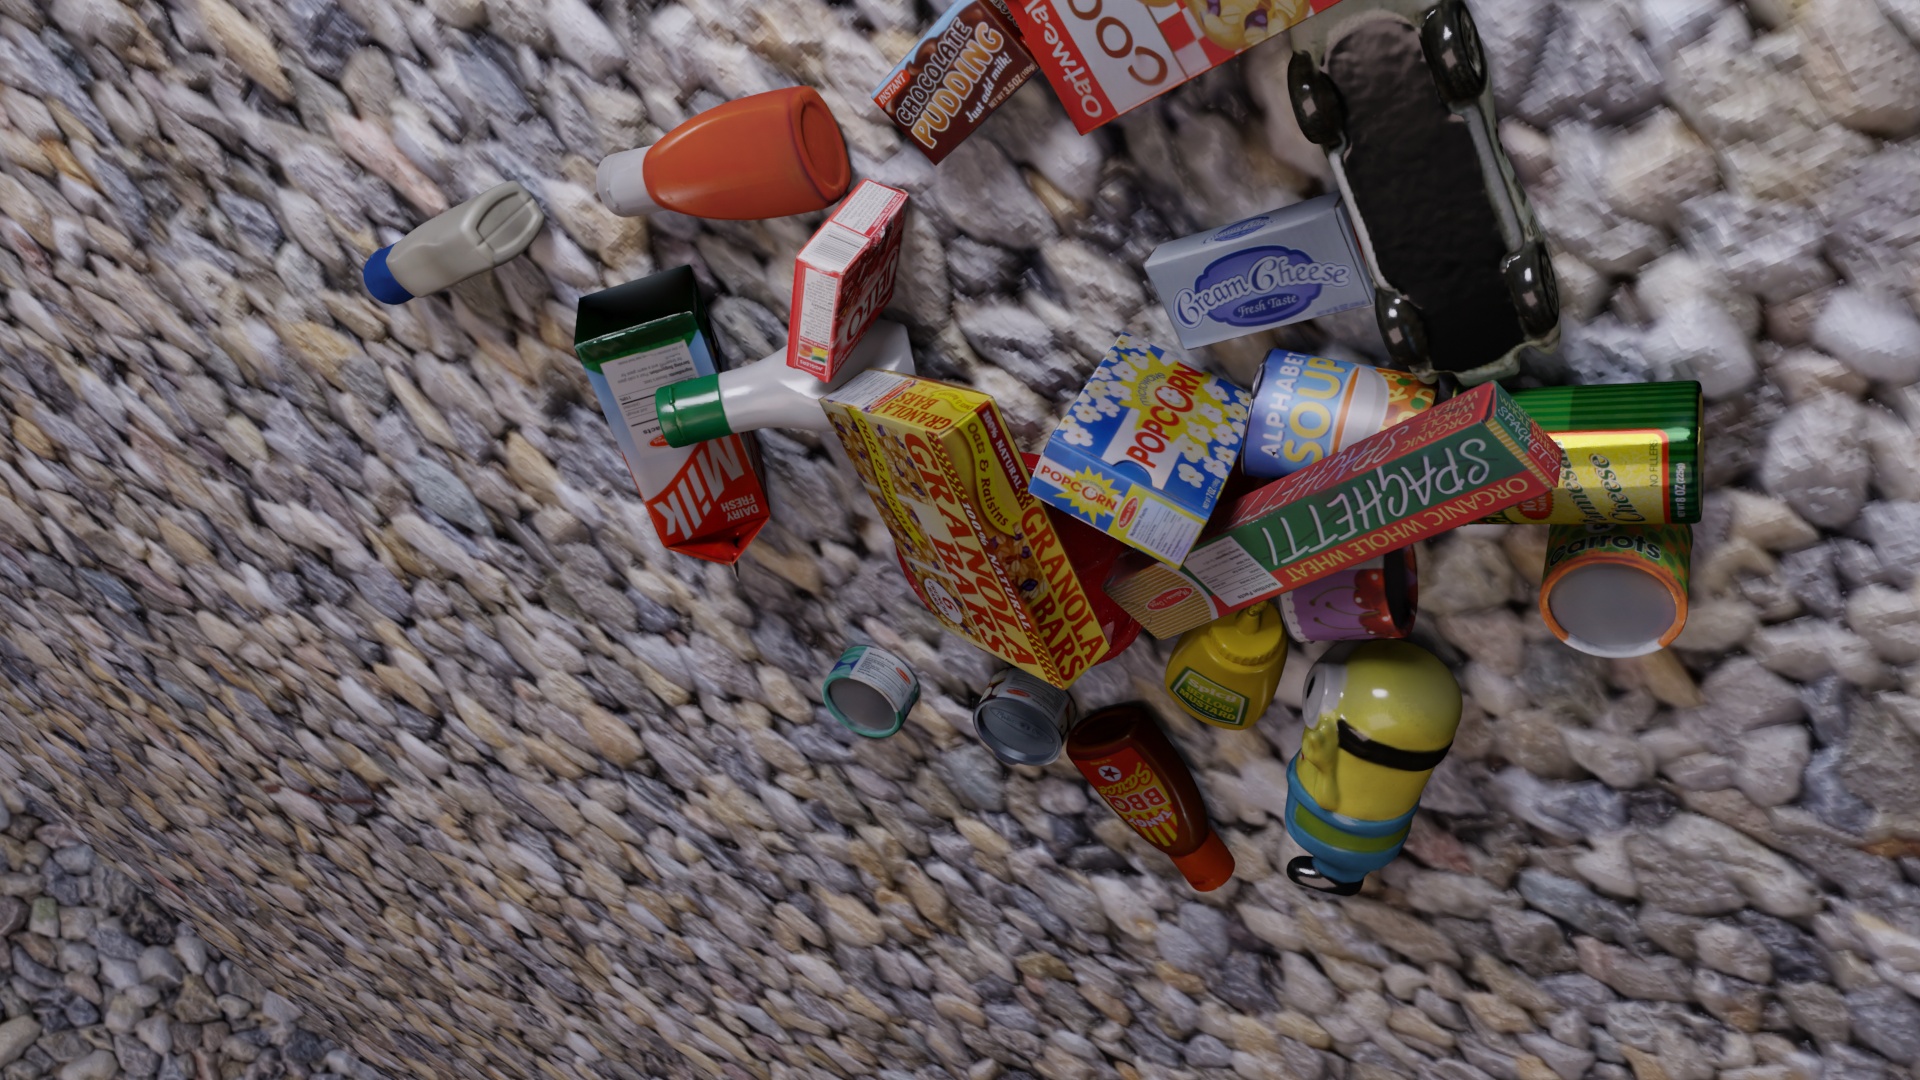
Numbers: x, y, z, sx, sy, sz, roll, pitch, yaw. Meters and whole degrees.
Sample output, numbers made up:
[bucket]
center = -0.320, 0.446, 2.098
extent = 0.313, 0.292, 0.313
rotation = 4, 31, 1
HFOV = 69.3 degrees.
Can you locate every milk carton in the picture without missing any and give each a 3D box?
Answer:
[milk carton]
center = -0.171, -0.066, 0.870
extent = 0.073, 0.072, 0.189
rotation = -17, 125, -1

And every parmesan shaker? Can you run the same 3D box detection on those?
[parmesan shaker]
center = 0.286, -0.042, 0.646
extent = 0.103, 0.072, 0.071
rotation = 0, 128, 30

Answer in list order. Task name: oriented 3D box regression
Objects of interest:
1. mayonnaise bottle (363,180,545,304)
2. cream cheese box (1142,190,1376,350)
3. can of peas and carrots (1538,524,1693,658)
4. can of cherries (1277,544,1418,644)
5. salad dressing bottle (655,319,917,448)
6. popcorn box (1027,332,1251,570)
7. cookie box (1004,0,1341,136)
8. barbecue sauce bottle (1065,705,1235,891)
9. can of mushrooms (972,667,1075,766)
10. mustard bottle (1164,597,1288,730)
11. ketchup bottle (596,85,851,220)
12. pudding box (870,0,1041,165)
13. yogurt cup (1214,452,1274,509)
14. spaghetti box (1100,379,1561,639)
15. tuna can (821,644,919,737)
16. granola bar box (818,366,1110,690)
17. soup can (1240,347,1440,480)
[mayonnaise bottle]
center = -0.328, -0.184, 0.884
extent = 0.148, 0.065, 0.041
rotation = -9, 127, 41
[cream cheese box]
center = 0.147, -0.130, 0.678
extent = 0.103, 0.024, 0.053
rotation = -10, 123, 36
[can of peas and carrots]
center = 0.321, 0.013, 0.682
extent = 0.071, 0.059, 0.070
rotation = 16, 135, 17
[can of cherries]
center = 0.210, 0.023, 0.751
extent = 0.058, 0.072, 0.071
rotation = -6, 125, 32
[salad dressing bottle]
center = -0.098, -0.087, 0.797
extent = 0.148, 0.064, 0.043
rotation = -13, 148, 1
[popcorn box]
center = 0.096, -0.049, 0.706
extent = 0.085, 0.127, 0.038
rotation = 28, 129, 6
[cookie box]
center = 0.080, -0.250, 0.557
extent = 0.167, 0.040, 0.122
rotation = -9, 118, 55
[barbecue sauce bottle]
center = 0.137, 0.179, 0.954
extent = 0.064, 0.044, 0.148
rotation = -20, 117, 38
[can of mushrooms]
center = 0.044, 0.124, 0.965
extent = 0.071, 0.034, 0.070
rotation = 16, 135, 17
[mustard bottle]
center = 0.155, 0.064, 0.796
extent = 0.065, 0.049, 0.159
rotation = 26, 160, 13
[ketchup bottle]
center = -0.135, -0.205, 0.761
extent = 0.148, 0.044, 0.064
rotation = -1, 127, 31
[pudding box]
center = 0.001, -0.227, 0.671
extent = 0.049, 0.030, 0.083
rotation = 46, 136, -13
[yogurt cup]
center = 0.137, -0.013, 0.770
extent = 0.072, 0.054, 0.072
rotation = 16, 136, 17
[spaghetti box]
center = 0.170, -0.007, 0.679
extent = 0.050, 0.029, 0.249
rotation = 41, 142, -17
[tuna can]
center = -0.067, 0.112, 1.021
extent = 0.071, 0.033, 0.070
rotation = 16, 134, 17
[granola bar box]
center = 0.003, -0.009, 0.744
extent = 0.124, 0.039, 0.165
rotation = 22, 145, 54
[soup can]
center = 0.188, -0.057, 0.688
extent = 0.084, 0.072, 0.071
rotation = 13, 134, 19
